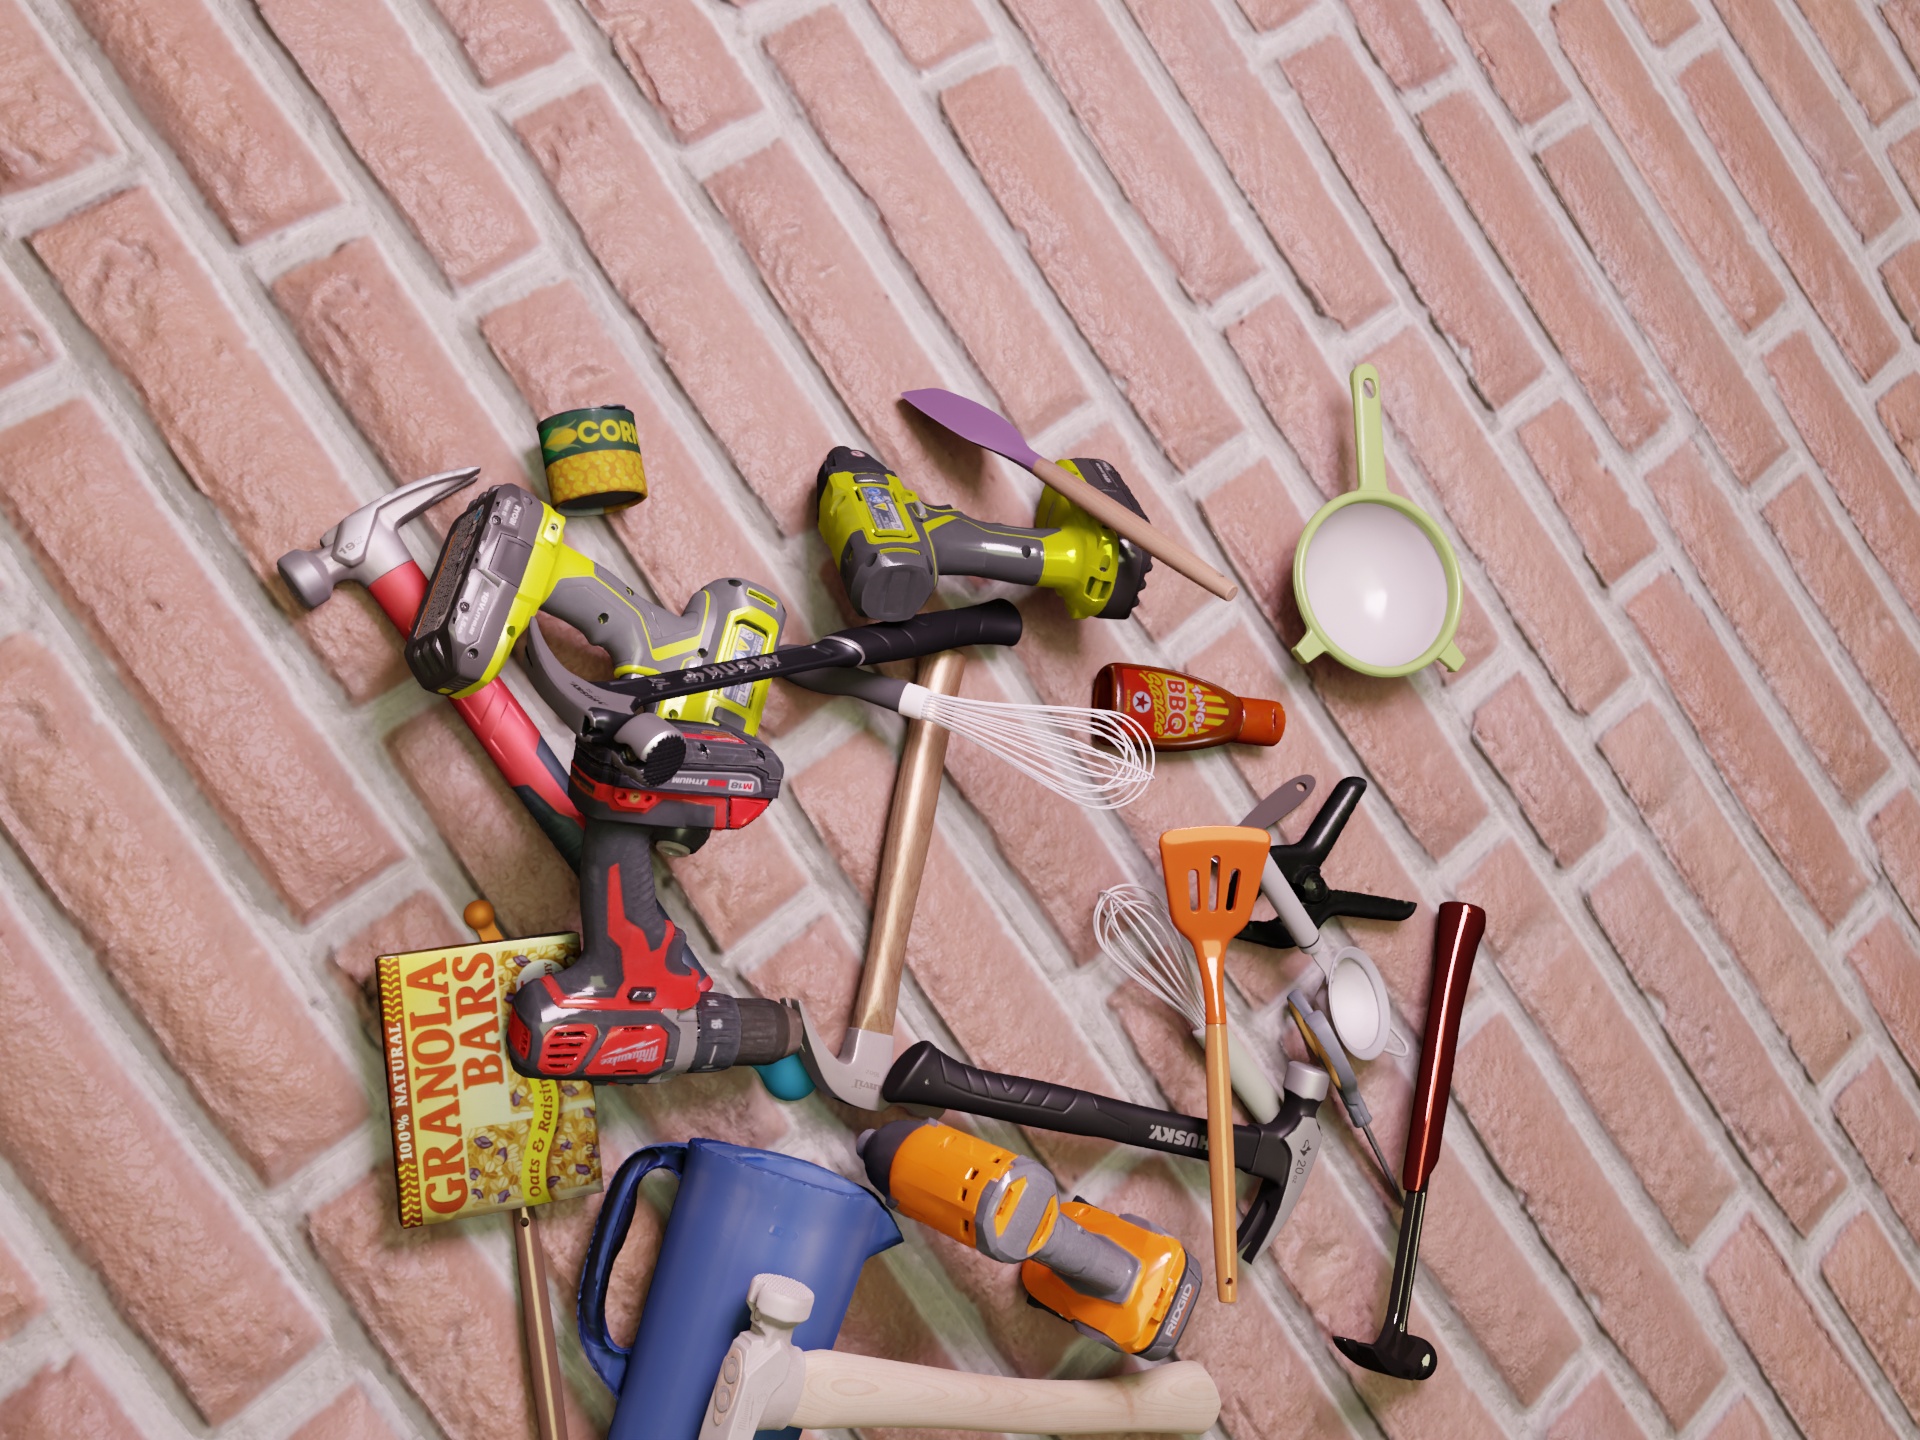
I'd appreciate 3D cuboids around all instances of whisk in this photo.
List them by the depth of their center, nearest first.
[{"bbox_3d":[-0.002,-0.003,1.102,0.284,0.070,0.070,18,74,11],"label":"whisk"},{"bbox_3d":[0.177,0.220,1.180,0.058,0.059,0.246,-40,101,-18],"label":"whisk"}]

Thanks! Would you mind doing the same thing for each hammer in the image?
[{"bbox_3d":[0.018,0.446,1.019,0.410,0.038,0.146,21,83,-36],"label":"hammer"},{"bbox_3d":[-0.095,-0.043,1.033,0.409,0.149,0.036,-15,129,-49],"label":"hammer"},{"bbox_3d":[-0.274,0.018,1.052,0.143,0.038,0.386,-37,95,-23],"label":"hammer"},{"bbox_3d":[0.103,0.285,1.115,0.334,0.035,0.146,16,88,-20],"label":"hammer"},{"bbox_3d":[-0.043,0.104,1.119,0.130,0.031,0.331,19,72,-29],"label":"hammer"},{"bbox_3d":[0.350,0.308,1.205,0.149,0.037,0.359,39,60,-48],"label":"hammer"}]

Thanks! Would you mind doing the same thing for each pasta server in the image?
[{"bbox_3d":[-0.253,0.461,0.994,0.060,0.040,0.316,-7,80,-21],"label":"pasta server"}]

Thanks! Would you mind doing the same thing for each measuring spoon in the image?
[{"bbox_3d":[-0.291,0.169,1.034,0.021,0.011,0.117,-27,91,-22],"label":"measuring spoon"},{"bbox_3d":[-0.150,0.220,1.071,0.128,0.021,0.042,25,73,-16],"label":"measuring spoon"},{"bbox_3d":[0.235,0.078,1.243,0.124,0.018,0.034,-33,69,-28],"label":"measuring spoon"}]

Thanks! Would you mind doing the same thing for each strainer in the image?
[{"bbox_3d":[0.263,0.169,1.189,0.258,0.050,0.087,54,43,-28],"label":"strainer"},{"bbox_3d":[0.319,-0.156,1.282,0.151,0.069,0.256,2,80,-17],"label":"strainer"}]

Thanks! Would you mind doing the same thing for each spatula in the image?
[{"bbox_3d":[0.180,0.236,1.104,0.081,0.041,0.323,0,79,-5],"label":"spatula"},{"bbox_3d":[0.075,-0.167,1.118,0.059,0.018,0.316,-17,45,-40],"label":"spatula"}]

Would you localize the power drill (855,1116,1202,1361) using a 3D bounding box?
[{"bbox_3d":[0.039,0.331,1.048,0.226,0.164,0.084,41,68,-35],"label":"power drill"}]

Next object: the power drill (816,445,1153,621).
[{"bbox_3d":[0.012,-0.139,1.137,0.223,0.080,0.171,1,40,-21],"label":"power drill"}]

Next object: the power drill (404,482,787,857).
[{"bbox_3d":[-0.228,-0.032,1.024,0.228,0.080,0.191,28,63,-32],"label":"power drill"}]

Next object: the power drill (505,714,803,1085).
[{"bbox_3d":[-0.171,0.118,0.987,0.187,0.080,0.226,7,99,-31],"label":"power drill"}]
